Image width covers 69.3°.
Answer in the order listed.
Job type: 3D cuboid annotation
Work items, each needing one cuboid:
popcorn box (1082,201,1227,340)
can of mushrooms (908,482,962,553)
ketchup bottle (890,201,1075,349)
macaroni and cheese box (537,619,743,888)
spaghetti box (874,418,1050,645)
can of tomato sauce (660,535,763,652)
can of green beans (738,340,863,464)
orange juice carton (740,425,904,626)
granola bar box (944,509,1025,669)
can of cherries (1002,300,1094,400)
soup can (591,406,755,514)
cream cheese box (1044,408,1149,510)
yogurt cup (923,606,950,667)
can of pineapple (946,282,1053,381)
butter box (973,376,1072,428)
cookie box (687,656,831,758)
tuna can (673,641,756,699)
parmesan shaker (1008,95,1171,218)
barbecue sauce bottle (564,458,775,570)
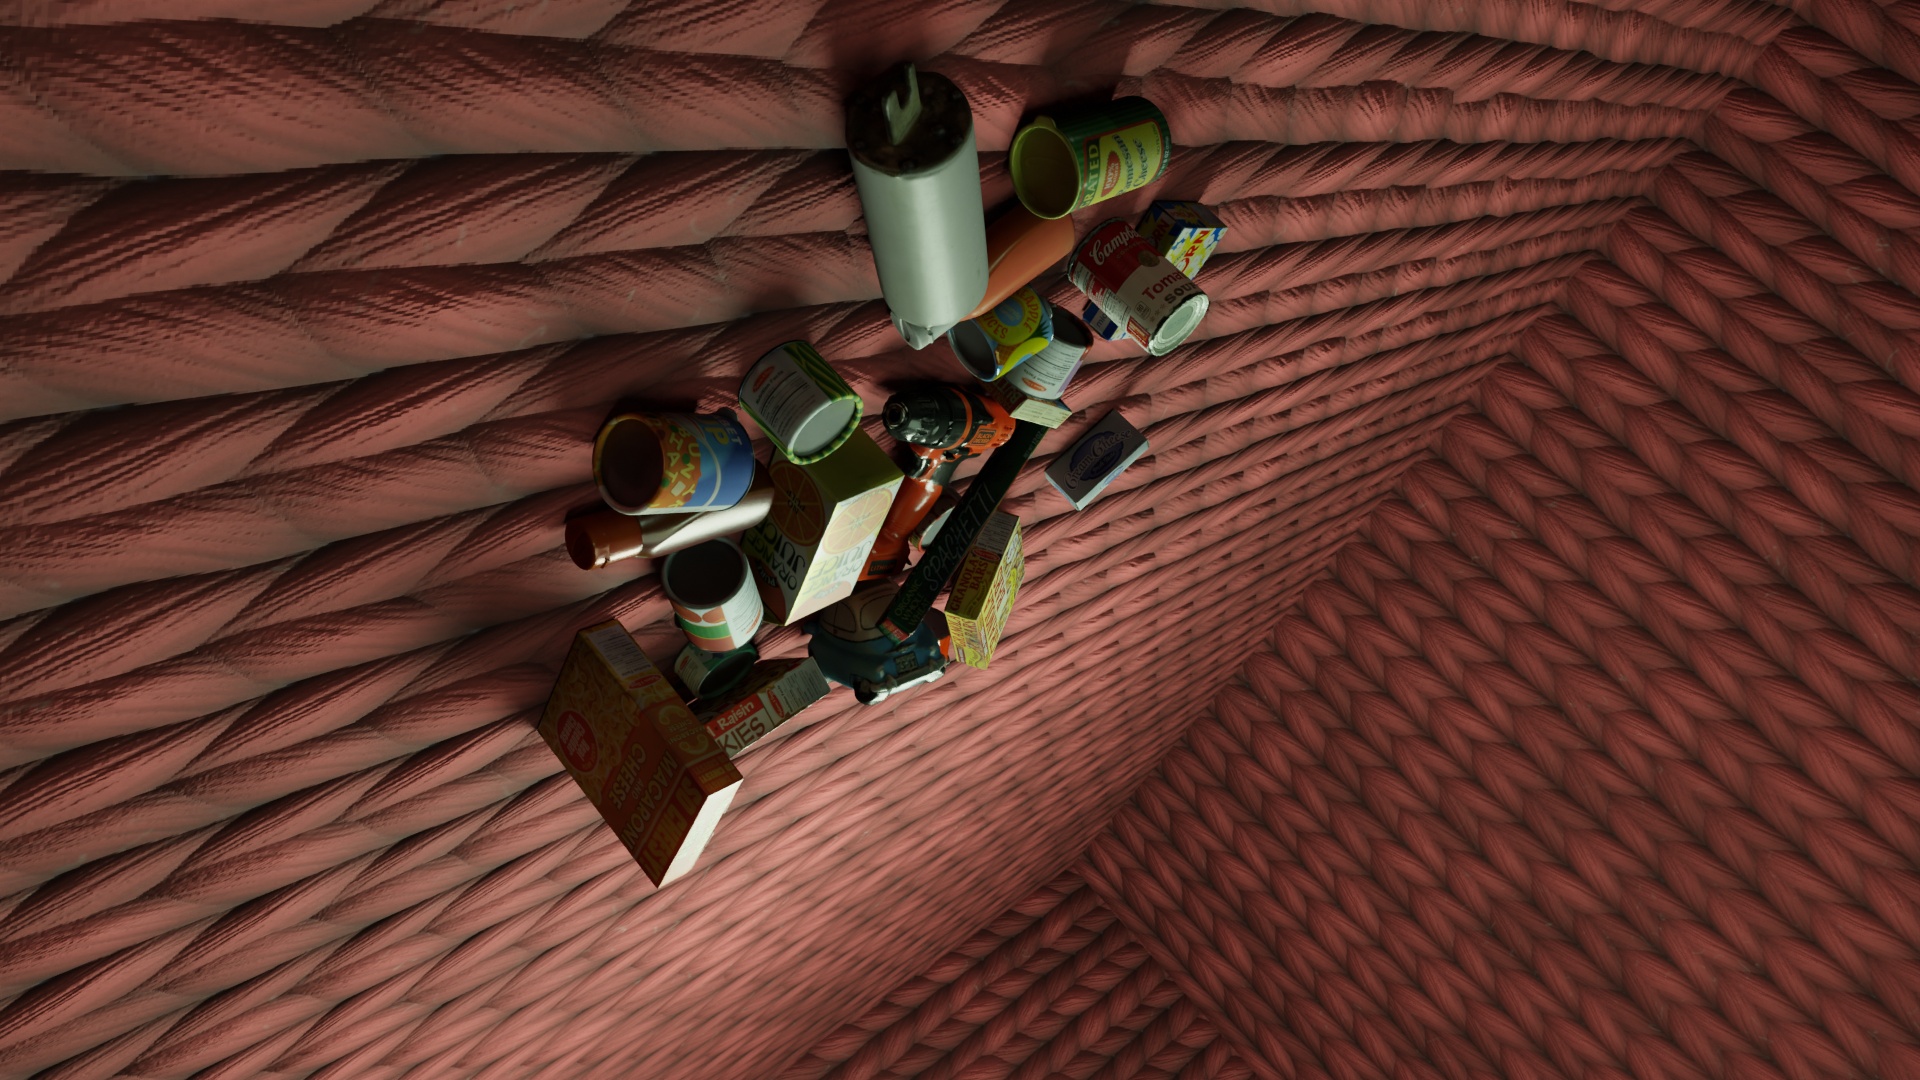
[{"bbox_3d":[0.173,-0.239,1.239,0.085,0.038,0.126,-16,146,-51],"label":"popcorn box"},{"bbox_3d":[-0.027,-0.020,1.306,0.071,0.033,0.070,-38,160,-17],"label":"can of mushrooms"},{"bbox_3d":[0.017,-0.196,1.022,0.149,0.043,0.064,-38,158,-13],"label":"ketchup bottle"},{"bbox_3d":[-0.246,0.162,1.058,0.040,0.167,0.123,-20,150,-48],"label":"macaroni and cheese box"},{"bbox_3d":[0.004,-0.016,1.251,0.251,0.028,0.050,-56,-173,-21],"label":"spaghetti box"},{"bbox_3d":[-0.192,0.040,1.070,0.071,0.071,0.082,-37,158,-17],"label":"can of tomato sauce"},{"bbox_3d":[-0.110,-0.095,0.964,0.071,0.058,0.071,-37,159,-17],"label":"can of green beans"},{"bbox_3d":[-0.120,-0.002,1.107,0.072,0.073,0.191,-25,154,-41],"label":"orange juice carton"},{"bbox_3d":[0.027,0.053,1.474,0.165,0.039,0.124,79,31,-66],"label":"granola bar box"},{"bbox_3d":[0.070,-0.162,1.167,0.072,0.071,0.058,-18,147,-50],"label":"can of cherries"},{"bbox_3d":[-0.184,-0.053,0.898,0.071,0.071,0.084,-52,158,22],"label":"soup can"},{"bbox_3d":[0.144,-0.086,1.470,0.104,0.053,0.024,-42,158,-3],"label":"cream cheese box"},{"bbox_3d":[-0.042,0.107,1.489,0.073,0.072,0.053,-24,144,-42],"label":"yogurt cup"},{"bbox_3d":[0.030,-0.165,1.075,0.058,0.071,0.070,-35,158,-21],"label":"can of pineapple"},{"bbox_3d":[0.056,-0.128,1.219,0.024,0.053,0.103,-47,159,18],"label":"butter box"},{"bbox_3d":[-0.212,0.160,1.223,0.168,0.040,0.122,-32,-170,-29],"label":"cookie box"},{"bbox_3d":[-0.210,0.104,1.207,0.071,0.033,0.070,-37,159,-17],"label":"tuna can"},{"bbox_3d":[0.093,-0.275,0.981,0.103,0.071,0.071,-28,155,-36],"label":"parmesan shaker"},{"bbox_3d":[-0.202,-0.016,0.968,0.149,0.044,0.064,-21,162,-44],"label":"barbecue sauce bottle"}]
